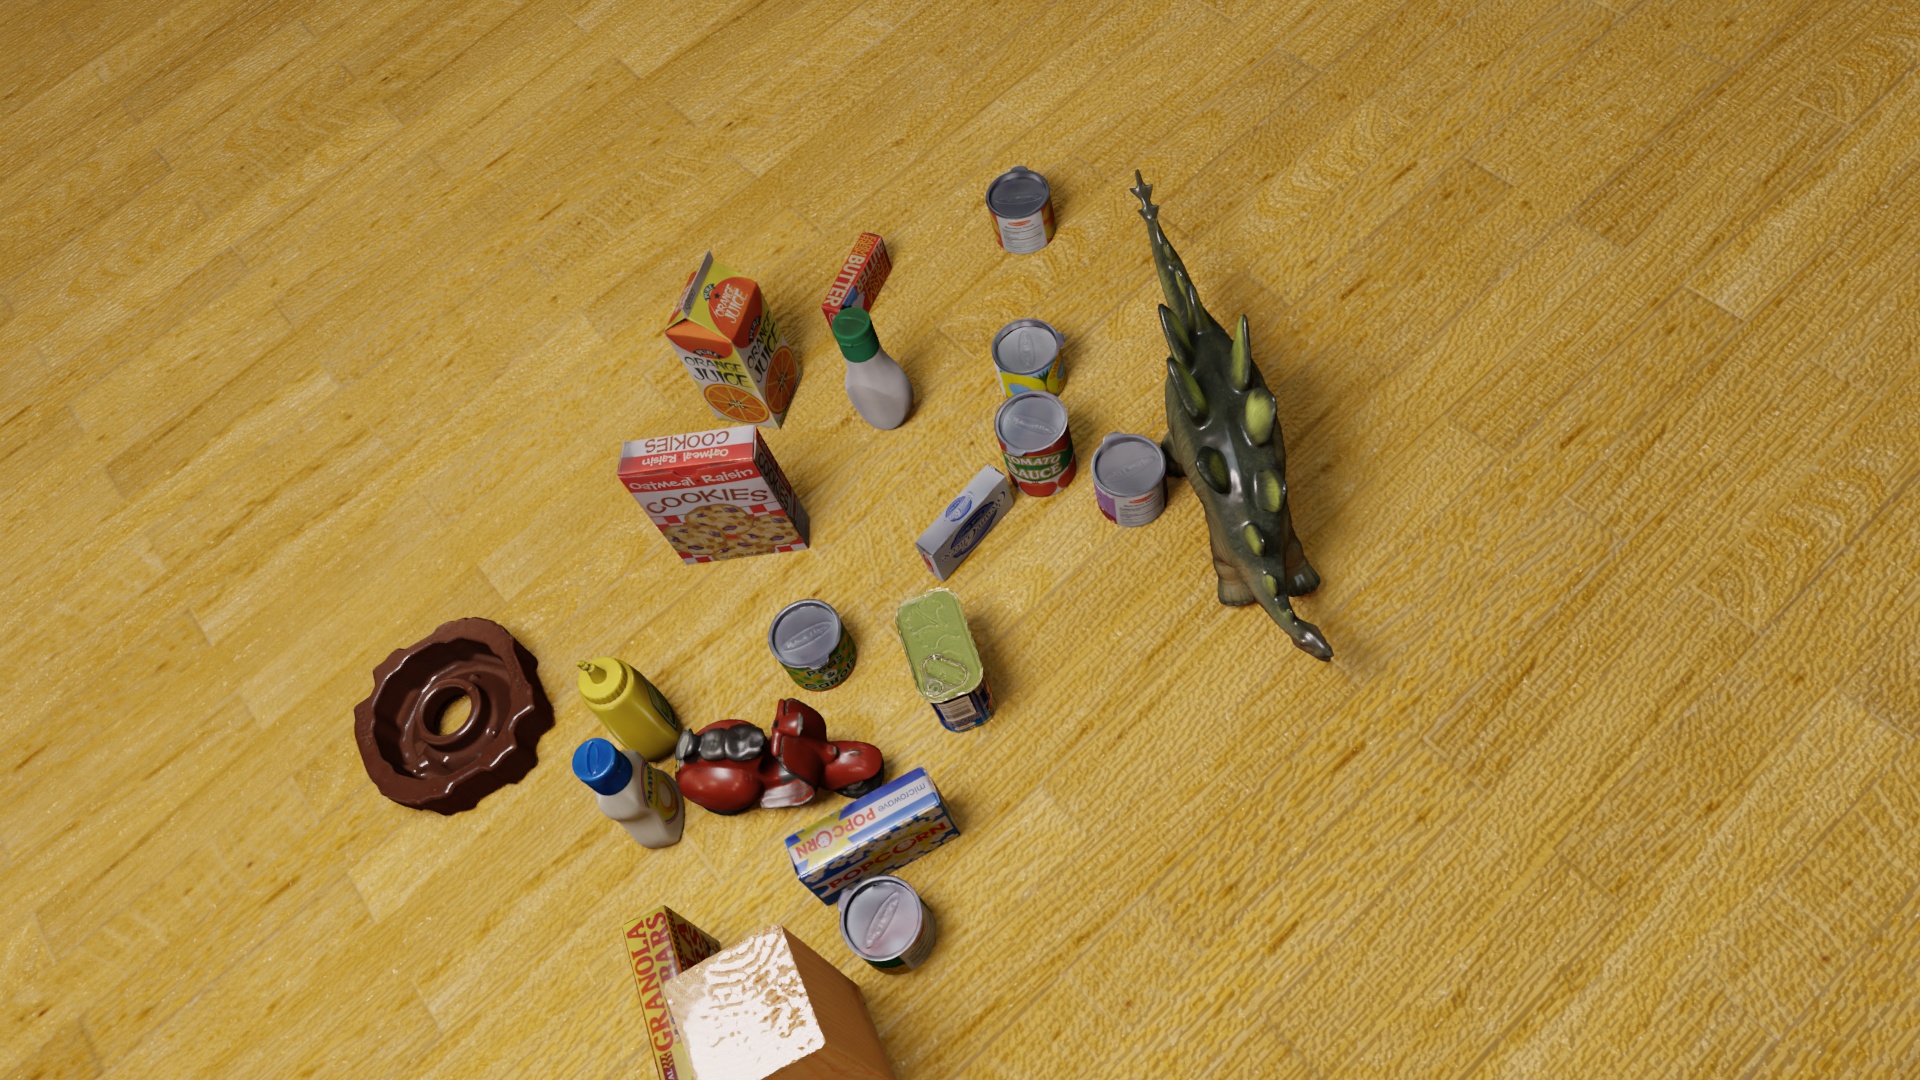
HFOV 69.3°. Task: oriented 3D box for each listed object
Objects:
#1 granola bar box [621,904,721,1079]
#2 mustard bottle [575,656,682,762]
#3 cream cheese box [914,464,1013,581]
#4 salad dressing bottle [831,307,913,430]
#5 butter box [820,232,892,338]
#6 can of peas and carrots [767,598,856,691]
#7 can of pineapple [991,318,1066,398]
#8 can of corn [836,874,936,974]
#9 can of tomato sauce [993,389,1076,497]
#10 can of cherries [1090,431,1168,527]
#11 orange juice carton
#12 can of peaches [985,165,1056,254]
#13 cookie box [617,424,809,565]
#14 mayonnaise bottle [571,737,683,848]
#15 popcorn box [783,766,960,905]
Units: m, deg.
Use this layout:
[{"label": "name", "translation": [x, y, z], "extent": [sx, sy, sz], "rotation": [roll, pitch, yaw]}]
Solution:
[{"label": "granola bar box", "translation": [-0.198, 0.373, 1.050], "extent": [0.039, 0.123, 0.166], "rotation": [-24, 59, -1]}, {"label": "mustard bottle", "translation": [-0.286, 0.136, 1.180], "extent": [0.049, 0.159, 0.065], "rotation": [-30, 60, -5]}, {"label": "cream cheese box", "translation": [0.005, -0.016, 1.266], "extent": [0.024, 0.053, 0.104], "rotation": [35, 73, 26]}, {"label": "salad dressing bottle", "translation": [-0.085, -0.161, 1.312], "extent": [0.064, 0.147, 0.044], "rotation": [12, 65, 18]}, {"label": "butter box", "translation": [-0.106, -0.261, 1.427], "extent": [0.024, 0.053, 0.104], "rotation": [16, 66, 20]}, {"label": "can of peas and carrots", "translation": [-0.129, 0.095, 1.229], "extent": [0.071, 0.058, 0.071], "rotation": [-5, 60, 9]}, {"label": "can of pineapple", "translation": [0.068, -0.170, 1.336], "extent": [0.071, 0.057, 0.071], "rotation": [-5, 60, 9]}, {"label": "can of corn", "translation": [-0.058, 0.303, 1.097], "extent": [0.071, 0.058, 0.071], "rotation": [-5, 60, 9]}, {"label": "can of tomato sauce", "translation": [0.070, -0.086, 1.274], "extent": [0.071, 0.082, 0.071], "rotation": [-5, 61, 9]}, {"label": "can of cherries", "translation": [0.153, -0.056, 1.253], "extent": [0.071, 0.058, 0.072], "rotation": [-5, 60, 9]}, {"label": "orange juice carton", "translation": [-0.221, -0.191, 1.331], "extent": [0.073, 0.192, 0.072], "rotation": [10, 64, 17]}, {"label": "can of peaches", "translation": [0.063, -0.340, 1.432], "extent": [0.071, 0.058, 0.071], "rotation": [-5, 60, 9]}, {"label": "cookie box", "translation": [-0.219, -0.038, 1.260], "extent": [0.123, 0.166, 0.040], "rotation": [-7, 60, 8]}, {"label": "mayonnaise bottle", "translation": [-0.273, 0.205, 1.146], "extent": [0.041, 0.147, 0.065], "rotation": [-12, 60, 6]}, {"label": "popcorn box", "translation": [-0.069, 0.239, 1.120], "extent": [0.127, 0.085, 0.038], "rotation": [-28, 59, -4]}]
